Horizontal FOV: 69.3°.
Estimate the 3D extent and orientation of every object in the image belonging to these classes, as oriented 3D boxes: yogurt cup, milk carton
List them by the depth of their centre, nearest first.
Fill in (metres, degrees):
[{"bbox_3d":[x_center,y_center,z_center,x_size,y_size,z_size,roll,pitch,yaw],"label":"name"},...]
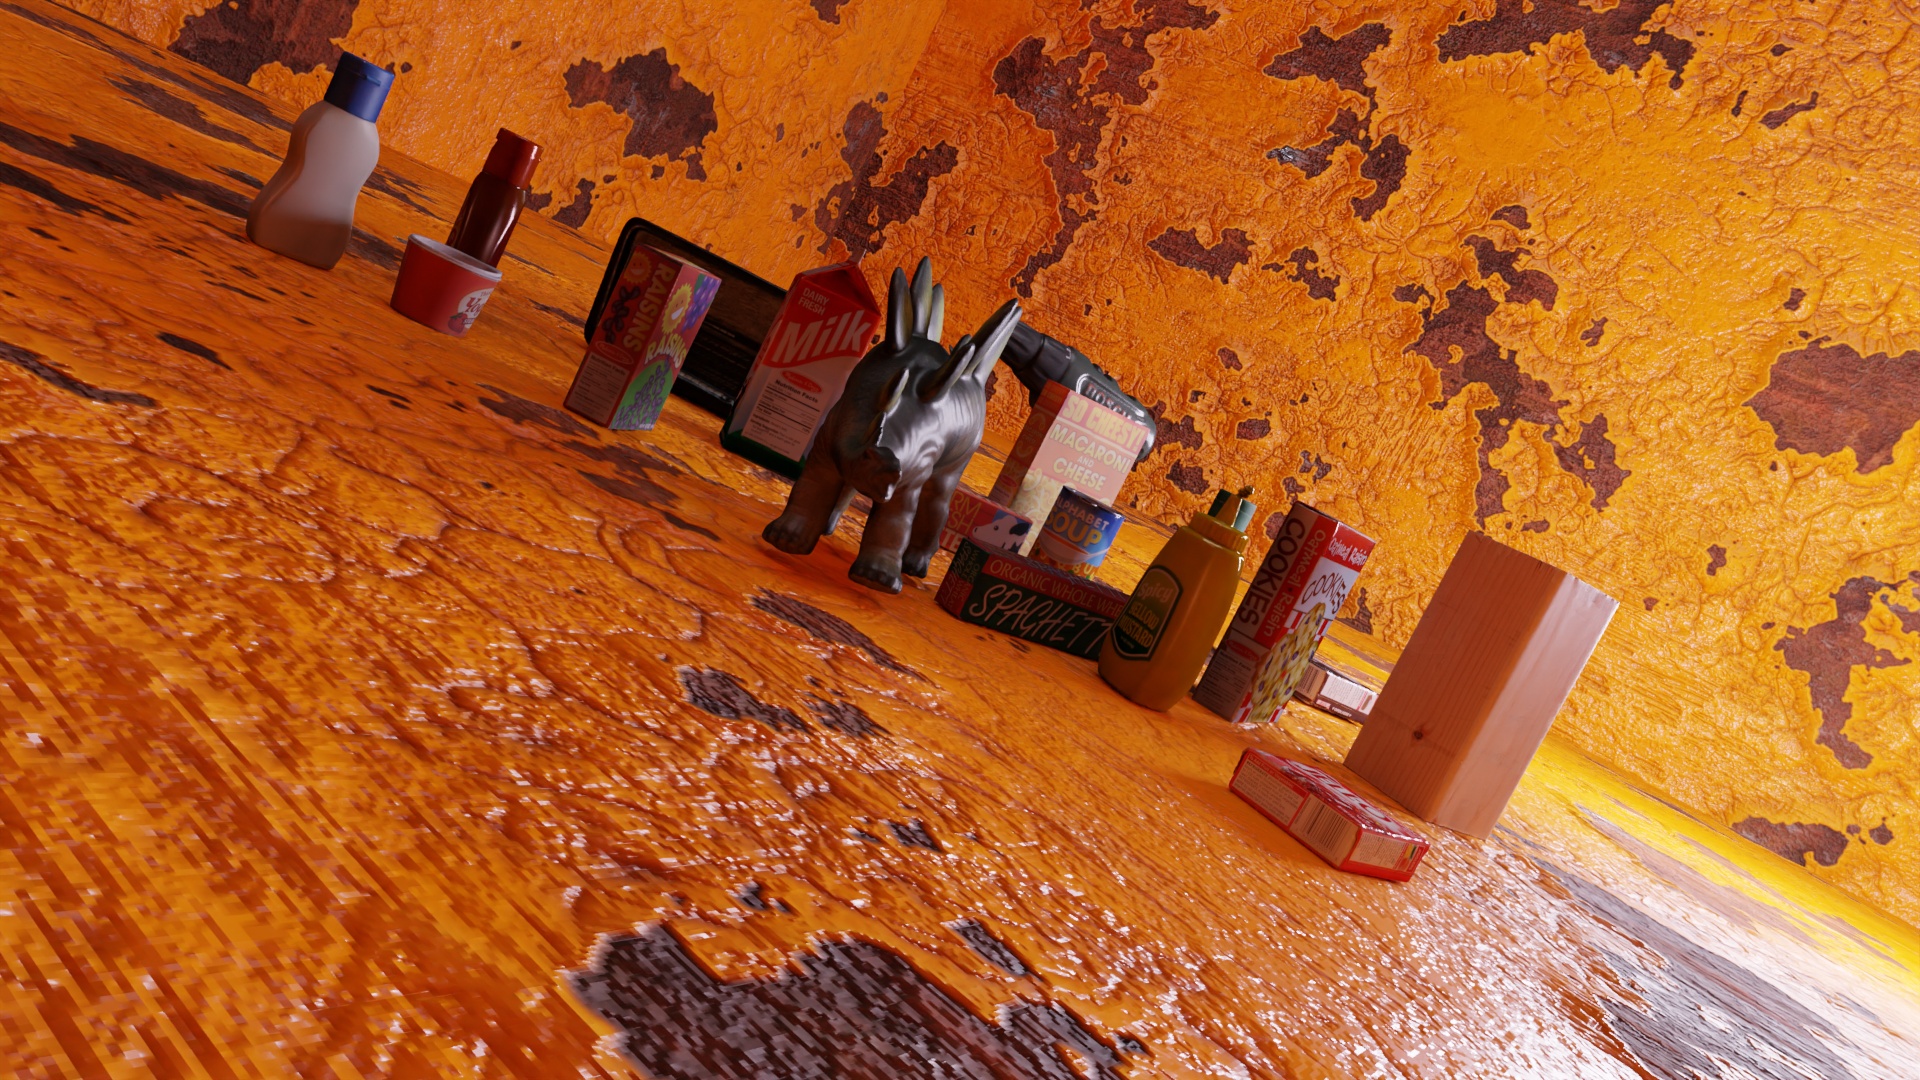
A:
[{"bbox_3d":[-0.373,-0.182,0.999,0.072,0.054,0.072,26,7,-3],"label":"yogurt cup"},{"bbox_3d":[-0.122,-0.151,1.127,0.073,0.190,0.072,25,7,-15],"label":"milk carton"}]

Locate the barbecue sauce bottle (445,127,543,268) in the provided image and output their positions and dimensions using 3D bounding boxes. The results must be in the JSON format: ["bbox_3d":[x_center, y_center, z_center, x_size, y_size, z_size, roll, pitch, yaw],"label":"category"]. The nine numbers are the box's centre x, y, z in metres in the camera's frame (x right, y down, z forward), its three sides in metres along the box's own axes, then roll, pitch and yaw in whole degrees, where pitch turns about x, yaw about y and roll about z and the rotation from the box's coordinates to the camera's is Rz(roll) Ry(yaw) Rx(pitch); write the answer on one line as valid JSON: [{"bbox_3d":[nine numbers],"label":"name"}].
[{"bbox_3d":[-0.381,-0.255,1.114,0.043,0.148,0.065,24,7,-25],"label":"barbecue sauce bottle"}]

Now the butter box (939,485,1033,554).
[{"bbox_3d":[0.004,-0.015,1.159,0.103,0.053,0.024,25,7,-16],"label":"butter box"}]

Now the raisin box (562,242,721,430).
[{"bbox_3d":[-0.220,-0.140,0.968,0.040,0.123,0.086,28,7,6],"label":"raisin box"}]

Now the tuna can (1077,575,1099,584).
[{"bbox_3d":[0.114,0.057,1.121,0.071,0.032,0.071,26,7,-3],"label":"tuna can"}]

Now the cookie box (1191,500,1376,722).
[{"bbox_3d":[0.249,0.057,1.063,0.040,0.167,0.123,30,8,28],"label":"cookie box"}]

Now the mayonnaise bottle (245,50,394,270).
[{"bbox_3d":[-0.447,-0.270,0.982,0.065,0.148,0.041,20,10,-47],"label":"mayonnaise bottle"}]

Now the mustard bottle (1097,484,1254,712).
[{"bbox_3d":[0.149,0.032,0.916,0.049,0.160,0.065,22,8,-34],"label":"mustard bottle"}]

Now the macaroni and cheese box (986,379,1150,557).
[{"bbox_3d":[0.098,-0.060,1.363,0.124,0.166,0.040,21,9,-40],"label":"macaroni and cheese box"}]

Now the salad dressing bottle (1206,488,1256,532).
[{"bbox_3d":[0.215,0.026,1.243,0.064,0.147,0.044,28,7,12],"label":"salad dressing bottle"}]

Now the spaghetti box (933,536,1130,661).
[{"bbox_3d":[0.084,0.054,0.973,0.250,0.050,0.029,20,9,-43],"label":"spaghetti box"}]

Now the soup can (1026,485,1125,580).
[{"bbox_3d":[0.106,-0.001,1.299,0.071,0.083,0.071,26,7,-3],"label":"soup can"}]
